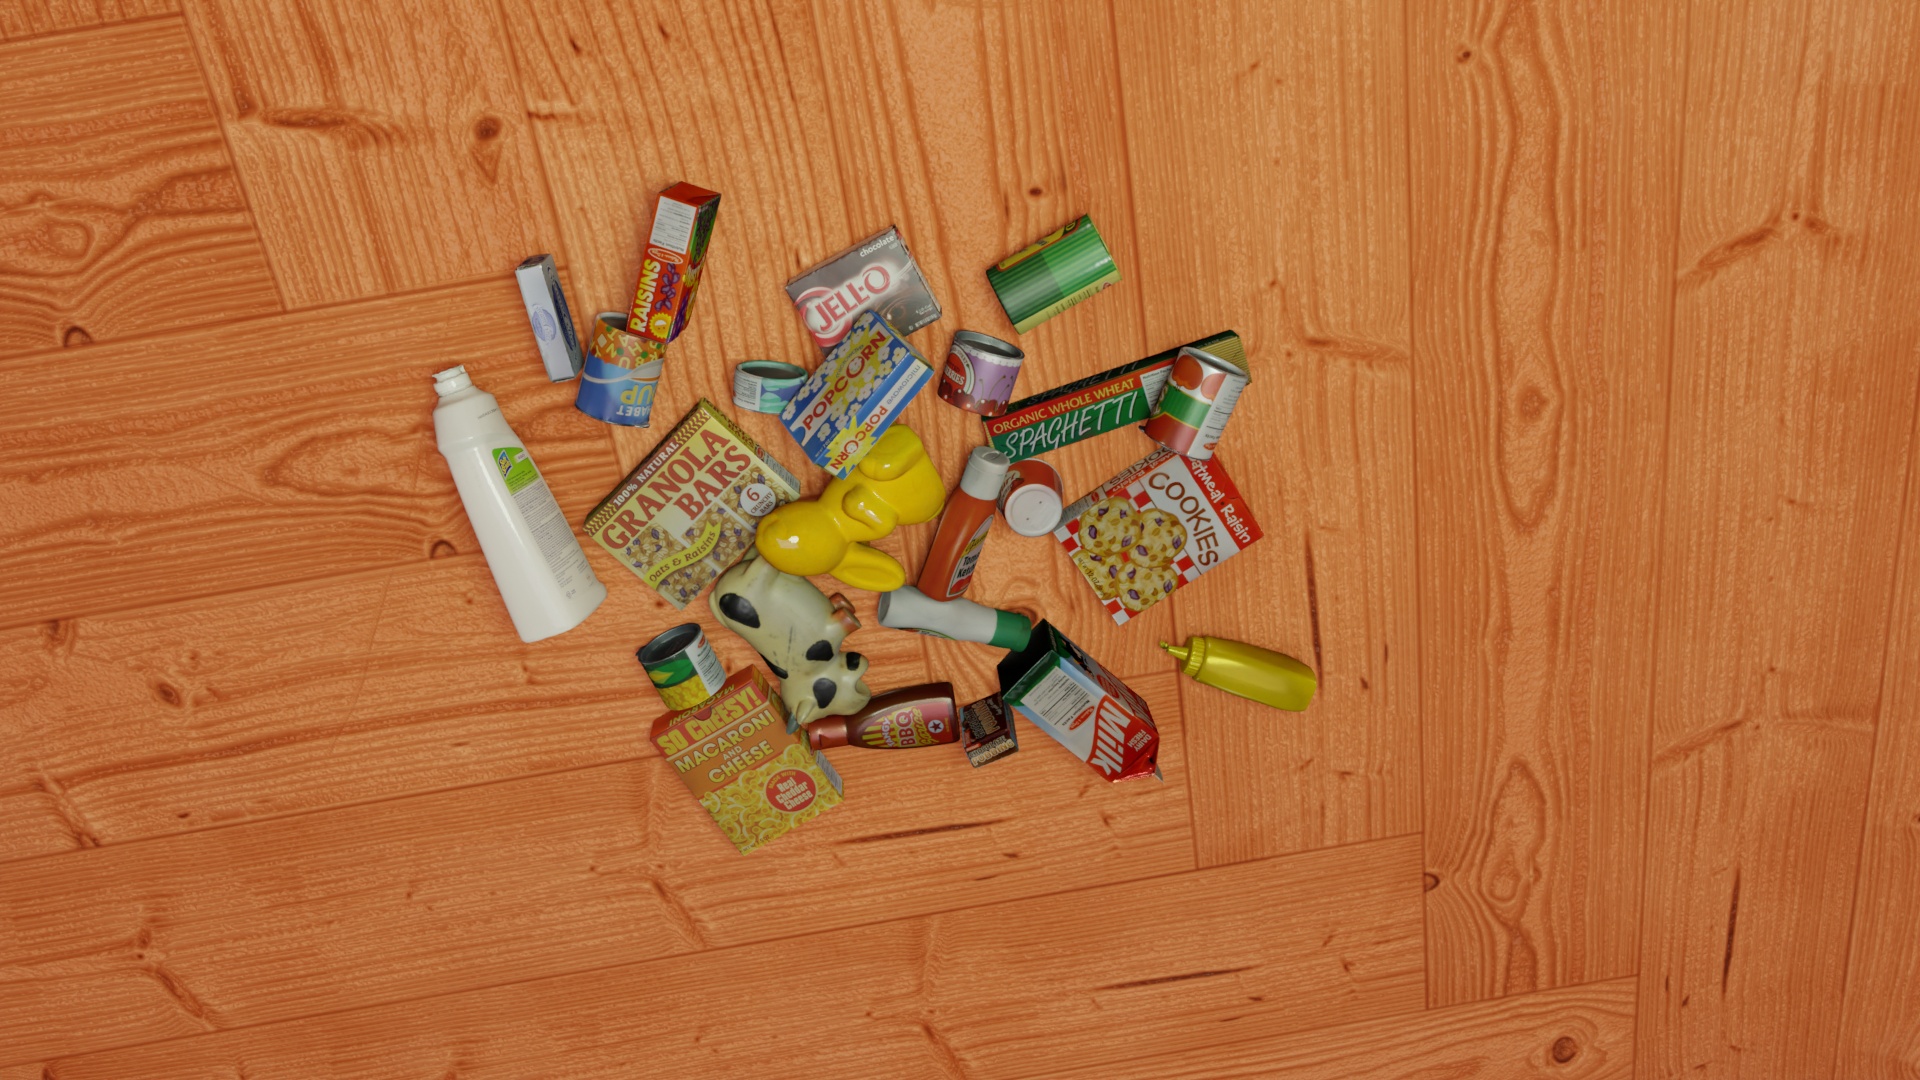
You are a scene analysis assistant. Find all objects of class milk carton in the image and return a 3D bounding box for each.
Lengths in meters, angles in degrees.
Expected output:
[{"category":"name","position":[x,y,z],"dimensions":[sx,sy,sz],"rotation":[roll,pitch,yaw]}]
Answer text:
[{"category":"milk carton","position":[0.131,0.172,1.388],"dimensions":[0.190,0.072,0.073],"rotation":[39,105,-17]}]

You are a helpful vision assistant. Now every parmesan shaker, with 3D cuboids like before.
[{"category":"parmesan shaker","position":[0.081,-0.233,1.218],"dimensions":[0.103,0.071,0.071],"rotation":[-28,112,8]}]

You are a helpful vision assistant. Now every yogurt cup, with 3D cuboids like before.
[{"category":"yogurt cup","position":[0.066,-0.038,1.307],"dimensions":[0.072,0.054,0.072],"rotation":[-2,113,-4]}]

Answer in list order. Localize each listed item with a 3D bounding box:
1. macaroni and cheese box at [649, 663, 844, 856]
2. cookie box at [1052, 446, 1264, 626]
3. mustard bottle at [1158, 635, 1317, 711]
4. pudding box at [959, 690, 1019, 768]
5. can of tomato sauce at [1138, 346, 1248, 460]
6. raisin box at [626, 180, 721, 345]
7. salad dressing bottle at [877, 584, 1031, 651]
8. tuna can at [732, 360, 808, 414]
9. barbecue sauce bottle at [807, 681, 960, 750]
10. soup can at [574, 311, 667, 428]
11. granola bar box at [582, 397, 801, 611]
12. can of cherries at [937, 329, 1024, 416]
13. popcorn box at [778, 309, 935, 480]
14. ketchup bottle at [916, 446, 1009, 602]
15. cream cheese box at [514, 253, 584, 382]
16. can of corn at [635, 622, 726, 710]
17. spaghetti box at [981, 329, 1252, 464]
[{"category":"macaroni and cheese box","position":[-0.213,0.223,1.400],"dimensions":[0.123,0.040,0.166],"rotation":[-30,111,7]},{"category":"cookie box","position":[0.189,-0.012,1.334],"dimensions":[0.167,0.040,0.122],"rotation":[-33,111,9]},{"category":"mustard bottle","position":[0.272,0.127,1.388],"dimensions":[0.160,0.065,0.048],"rotation":[16,105,-5]},{"category":"pudding box","position":[0.028,0.188,1.381],"dimensions":[0.049,0.084,0.030],"rotation":[-24,110,6]},{"category":"can of tomato sauce","position":[0.209,-0.124,1.245],"dimensions":[0.071,0.071,0.082],"rotation":[19,110,-12]},{"category":"raisin box","position":[-0.243,-0.237,1.184],"dimensions":[0.040,0.086,0.123],"rotation":[17,110,-5]},{"category":"salad dressing bottle","position":[-0.005,0.076,1.347],"dimensions":[0.148,0.064,0.044],"rotation":[13,88,-18]},{"category":"tuna can","position":[-0.167,-0.138,1.243],"dimensions":[0.071,0.071,0.032],"rotation":[6,111,-7]},{"category":"barbecue sauce bottle","position":[-0.077,0.182,1.392],"dimensions":[0.149,0.044,0.064],"rotation":[-8,119,-1]},{"category":"soup can","position":[-0.296,-0.150,1.225],"dimensions":[0.071,0.071,0.083],"rotation":[16,110,-10]},{"category":"granola bar box","position":[-0.249,-0.033,1.293],"dimensions":[0.165,0.039,0.124],"rotation":[-43,109,13]},{"category":"can of cherries","position":[0.016,-0.150,1.249],"dimensions":[0.071,0.072,0.058],"rotation":[15,112,-10]},{"category":"popcorn box","position":[-0.090,-0.126,1.189],"dimensions":[0.126,0.085,0.038],"rotation":[-49,135,8]},{"category":"ketchup bottle","position":[0.005,-0.016,1.297],"dimensions":[0.043,0.065,0.148],"rotation":[30,119,18]},{"category":"cream cheese box","position":[-0.357,-0.194,1.210],"dimensions":[0.024,0.053,0.103],"rotation":[-12,113,-1]},{"category":"can of corn","position":[-0.270,0.123,1.341],"dimensions":[0.071,0.071,0.058],"rotation":[-22,113,5]},{"category":"spaghetti box","position":[0.143,-0.132,1.287],"dimensions":[0.250,0.029,0.050],"rotation":[-18,113,3]}]
